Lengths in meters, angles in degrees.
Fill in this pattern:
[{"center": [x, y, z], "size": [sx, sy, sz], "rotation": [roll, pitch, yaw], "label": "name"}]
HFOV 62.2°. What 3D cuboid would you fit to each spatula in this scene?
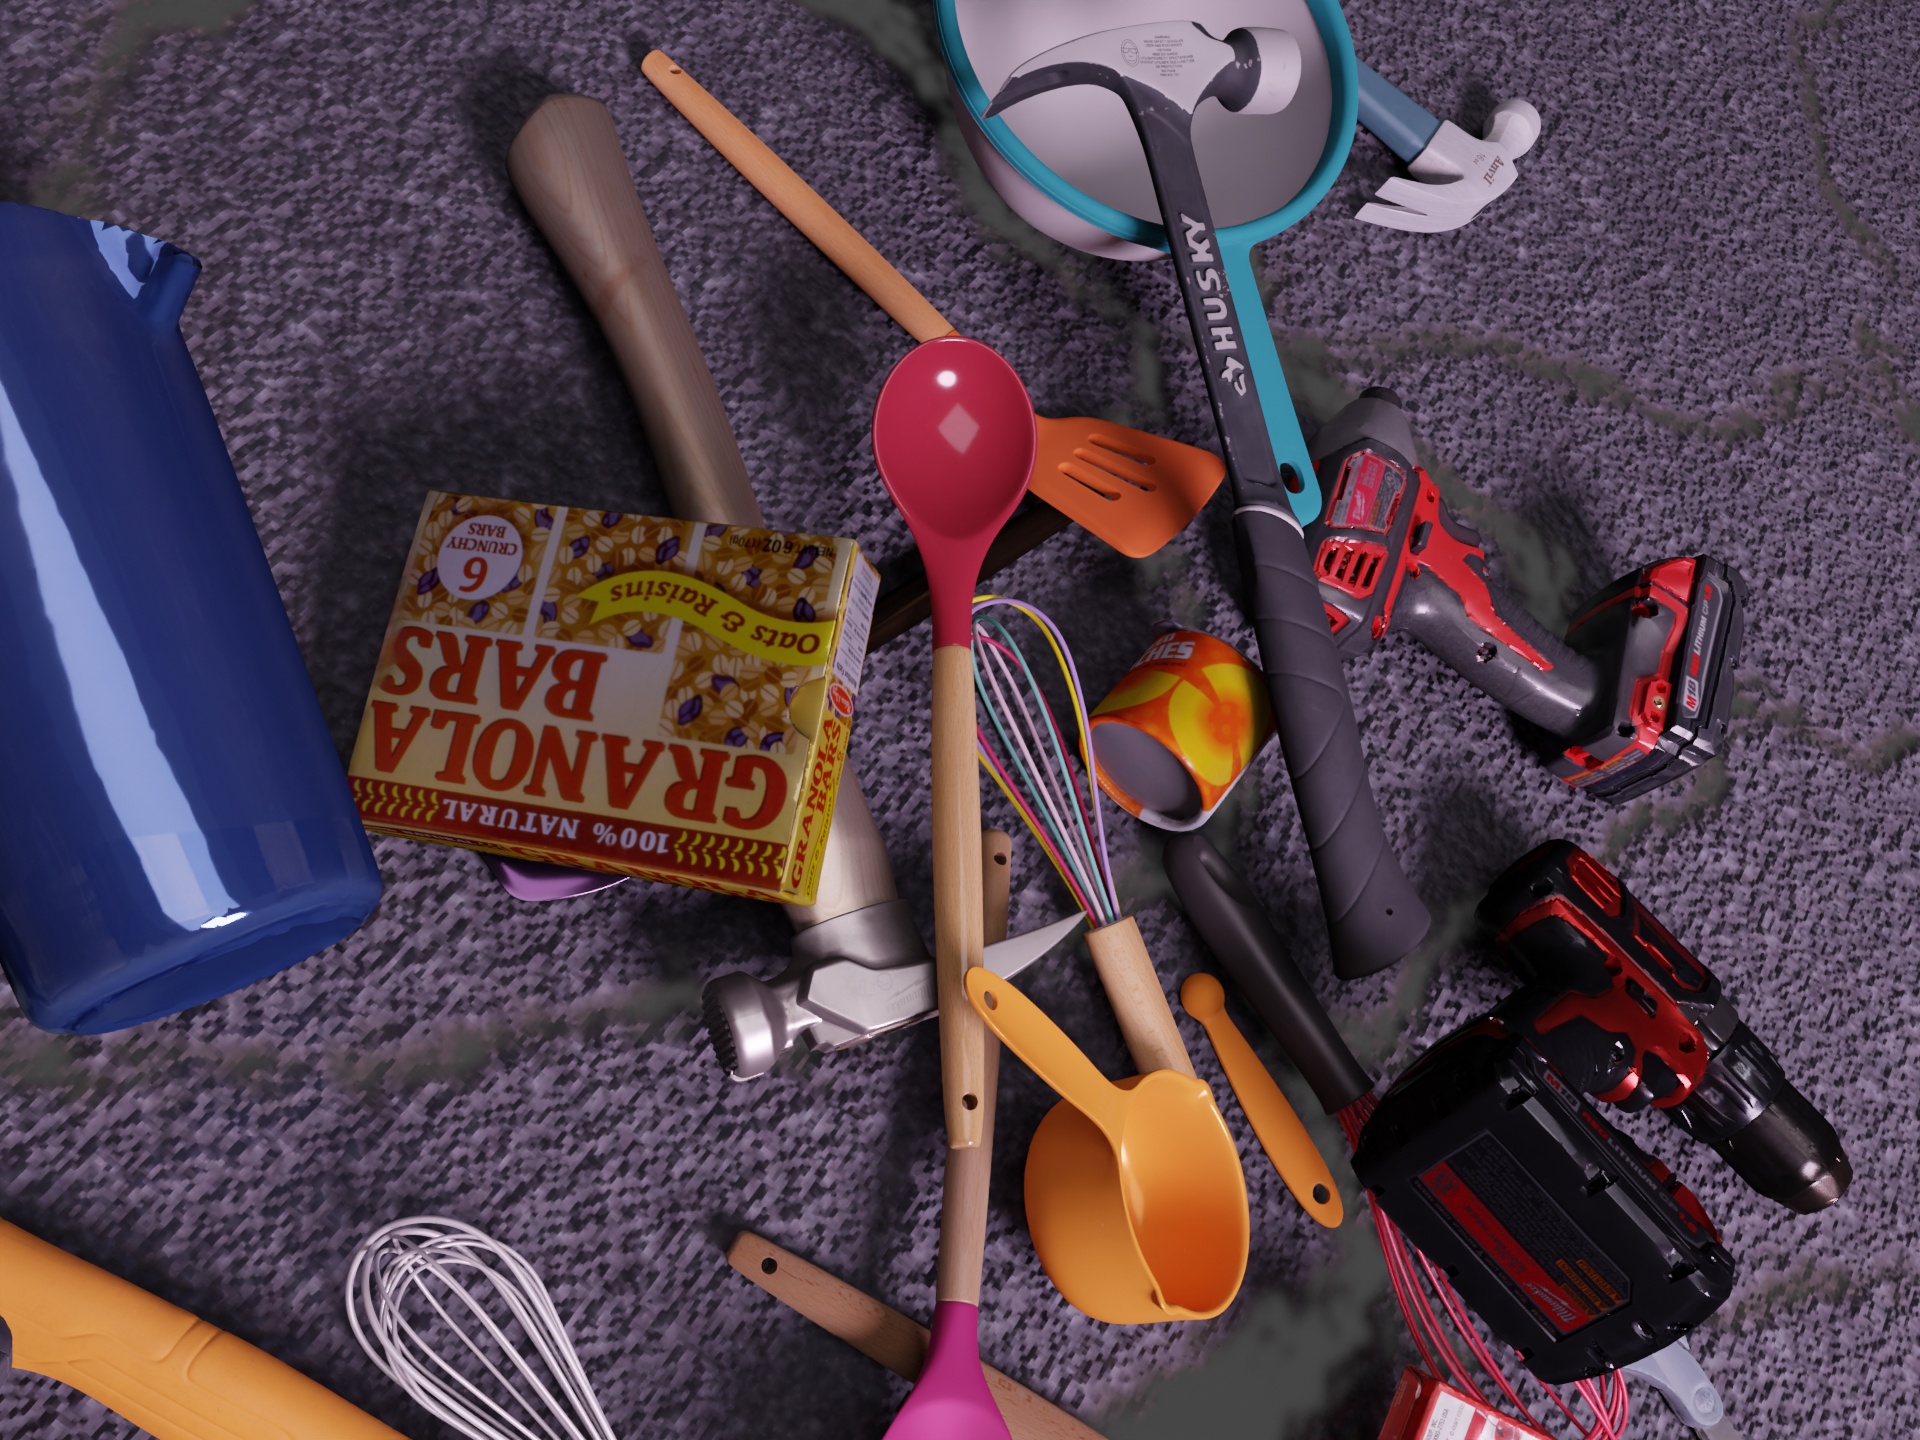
[{"center": [-0.021, -0.193, 0.714], "size": [0.322, 0.041, 0.081], "rotation": [44, 56, 0], "label": "spatula"}, {"center": [0.055, 0.267, 0.571], "size": [0.317, 0.044, 0.082], "rotation": [32, 67, -6], "label": "spatula"}, {"center": [-0.055, -0.024, 0.652], "size": [0.316, 0.018, 0.060], "rotation": [-35, 85, -26], "label": "spatula"}]

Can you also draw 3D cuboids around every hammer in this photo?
[{"center": [0.117, -0.098, 0.650], "size": [0.149, 0.036, 0.409], "rotation": [-9, 81, -24], "label": "hammer"}, {"center": [-0.155, 0.230, 0.471], "size": [0.337, 0.034, 0.127], "rotation": [27, 99, 1], "label": "hammer"}, {"center": [-0.086, -0.076, 0.632], "size": [0.146, 0.038, 0.411], "rotation": [-15, 74, -23], "label": "hammer"}, {"center": [0.164, -0.385, 0.860], "size": [0.331, 0.033, 0.128], "rotation": [37, 61, -4], "label": "hammer"}]

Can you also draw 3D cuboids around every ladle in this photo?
[{"center": [-0.001, -0.002, 0.597], "size": [0.069, 0.031, 0.316], "rotation": [5, 69, -15], "label": "ladle"}]

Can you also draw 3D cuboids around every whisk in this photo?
[{"center": [0.169, 0.170, 0.643], "size": [0.073, 0.073, 0.296], "rotation": [-27, 76, -27], "label": "whisk"}, {"center": [0.048, 0.064, 0.646], "size": [0.047, 0.051, 0.245], "rotation": [-18, 83, -35], "label": "whisk"}, {"center": [-0.108, 0.257, 0.517], "size": [0.059, 0.058, 0.246], "rotation": [-41, 92, 7], "label": "whisk"}]

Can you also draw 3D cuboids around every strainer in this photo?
[{"center": [0.092, -0.240, 0.750], "size": [0.211, 0.095, 0.340], "rotation": [-12, 82, -22], "label": "strainer"}]

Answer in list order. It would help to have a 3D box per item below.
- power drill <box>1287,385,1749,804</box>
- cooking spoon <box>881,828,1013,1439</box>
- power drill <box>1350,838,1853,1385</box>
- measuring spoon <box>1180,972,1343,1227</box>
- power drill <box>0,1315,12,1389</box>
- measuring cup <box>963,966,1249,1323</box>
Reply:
[{"center": [0.251, -0.063, 0.752], "size": [0.219, 0.078, 0.143], "rotation": [26, 63, -7], "label": "power drill"}, {"center": [0.001, 0.184, 0.573], "size": [0.068, 0.017, 0.319], "rotation": [15, 59, -16], "label": "cooking spoon"}, {"center": [0.266, 0.159, 0.630], "size": [0.188, 0.080, 0.227], "rotation": [47, 36, 10], "label": "power drill"}, {"center": [0.127, 0.156, 0.656], "size": [0.021, 0.011, 0.117], "rotation": [-26, 81, -27], "label": "measuring spoon"}, {"center": [-0.357, 0.217, 0.375], "size": [0.164, 0.084, 0.226], "rotation": [33, 93, -6], "label": "power drill"}, {"center": [0.038, 0.149, 0.570], "size": [0.173, 0.052, 0.095], "rotation": [48, 39, -25], "label": "measuring cup"}]
